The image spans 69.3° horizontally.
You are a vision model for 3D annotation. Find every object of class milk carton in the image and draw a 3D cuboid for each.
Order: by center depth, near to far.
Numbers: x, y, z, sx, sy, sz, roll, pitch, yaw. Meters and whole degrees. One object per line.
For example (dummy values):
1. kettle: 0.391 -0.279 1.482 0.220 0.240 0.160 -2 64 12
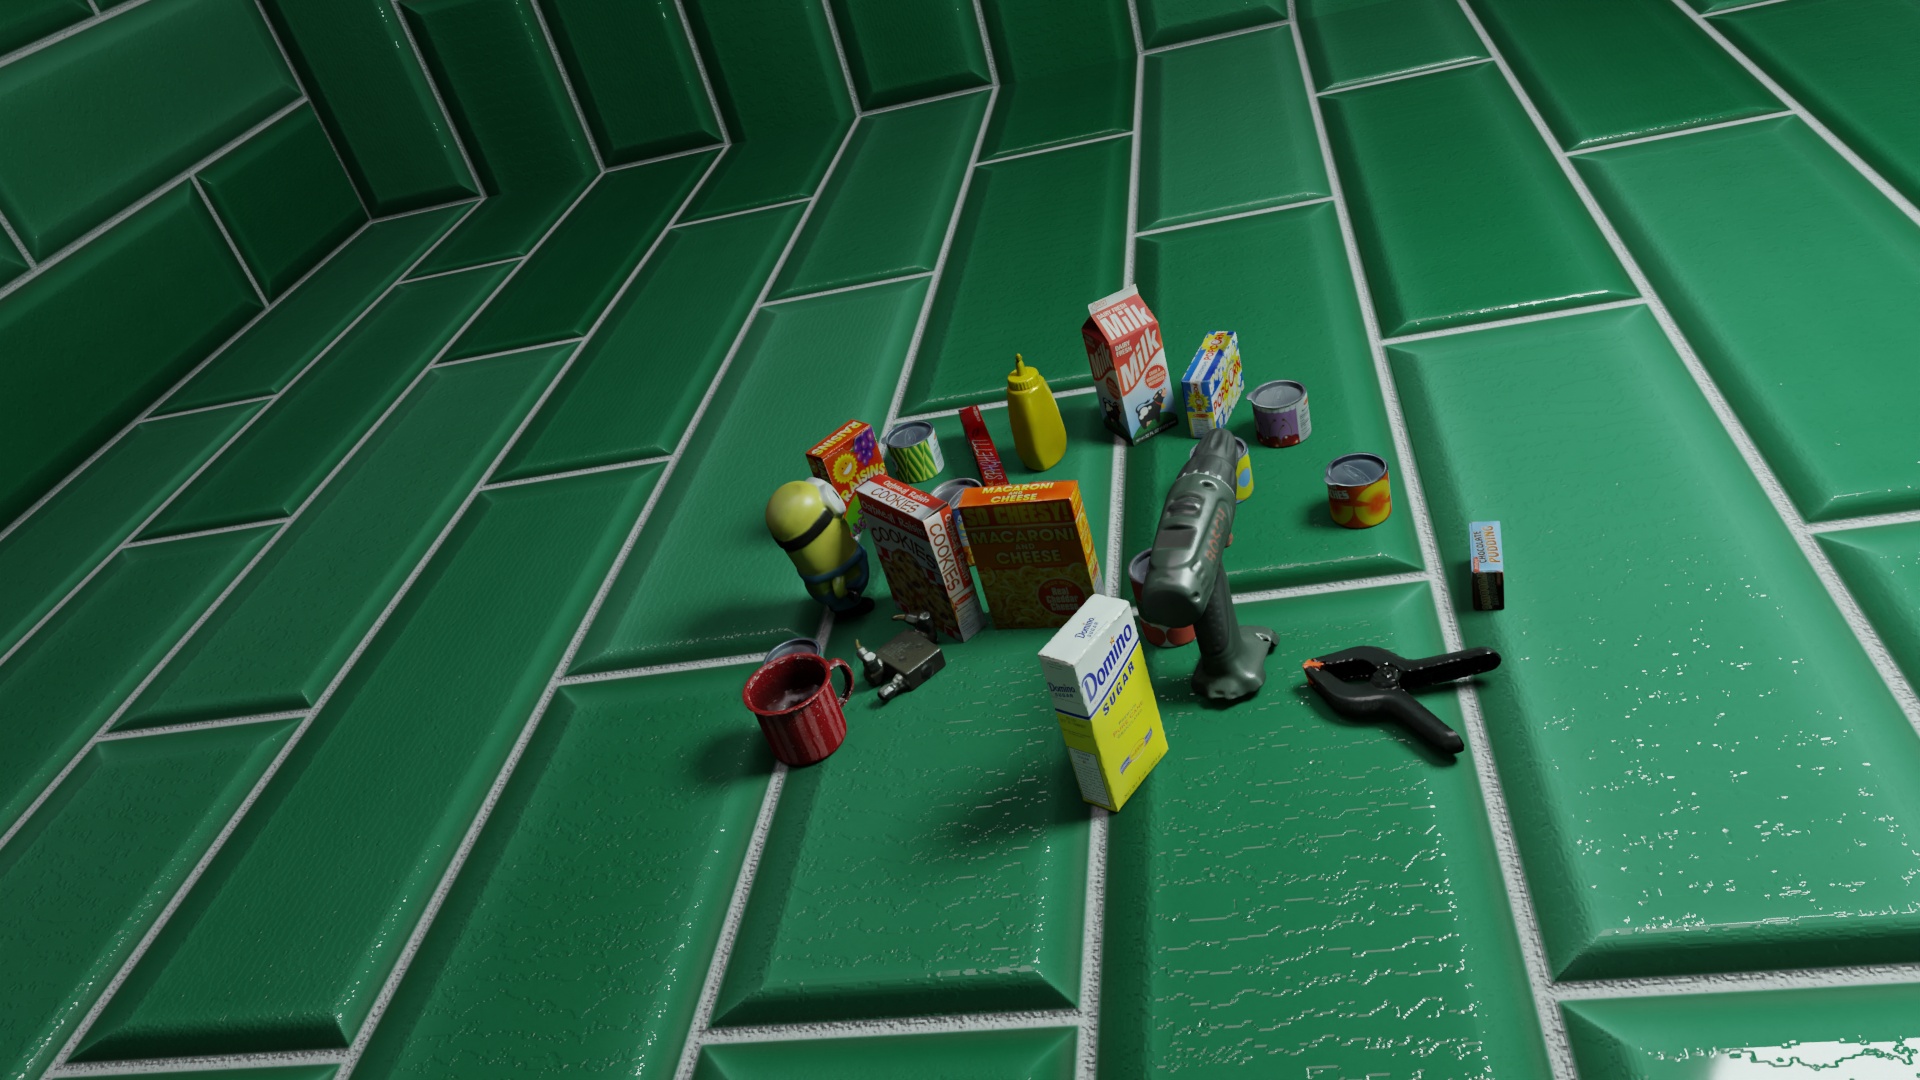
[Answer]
1. milk carton: 0.209 -0.223 1.738 0.072 0.189 0.073 -27 34 -14

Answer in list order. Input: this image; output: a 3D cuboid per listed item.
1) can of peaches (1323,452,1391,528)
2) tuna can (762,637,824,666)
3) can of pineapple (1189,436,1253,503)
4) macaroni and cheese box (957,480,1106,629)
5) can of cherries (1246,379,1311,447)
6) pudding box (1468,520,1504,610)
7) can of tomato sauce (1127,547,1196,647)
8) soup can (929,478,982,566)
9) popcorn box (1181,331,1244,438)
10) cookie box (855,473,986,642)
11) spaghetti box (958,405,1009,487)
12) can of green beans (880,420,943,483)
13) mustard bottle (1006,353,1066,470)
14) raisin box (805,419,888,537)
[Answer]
1. can of peaches: 0.430 -0.053 1.507 0.071 0.057 0.071 -12 33 8
2. tuna can: -0.181 0.141 1.519 0.071 0.032 0.071 -12 33 8
3. can of pineapple: 0.303 -0.081 1.606 0.071 0.057 0.071 -12 33 8
4. macaroni and cheese box: 0.078 0.017 1.463 0.123 0.165 0.040 -4 35 20
5. can of cherries: 0.384 -0.153 1.676 0.071 0.058 0.072 -12 33 8
6. pudding box: 0.516 0.024 1.362 0.030 0.049 0.084 -3 35 21
7. can of tomato sauce: 0.212 0.058 1.417 0.071 0.082 0.071 -12 33 8
8. soup can: 0.006 -0.020 1.627 0.071 0.083 0.072 -12 33 8
9. popcorn box: 0.318 -0.196 1.746 0.038 0.084 0.127 3 38 28
10. cookie box: -0.042 0.018 1.515 0.040 0.166 0.123 -35 37 -26
11. spaghetti box: 0.036 -0.094 1.753 0.029 0.050 0.251 -17 33 0
12. can of green beans: -0.060 -0.116 1.823 0.071 0.057 0.071 -12 33 8
13. mustard bottle: 0.089 -0.166 1.735 0.049 0.159 0.065 15 44 40
14. raisin box: -0.136 -0.077 1.739 0.040 0.122 0.086 19 47 43
